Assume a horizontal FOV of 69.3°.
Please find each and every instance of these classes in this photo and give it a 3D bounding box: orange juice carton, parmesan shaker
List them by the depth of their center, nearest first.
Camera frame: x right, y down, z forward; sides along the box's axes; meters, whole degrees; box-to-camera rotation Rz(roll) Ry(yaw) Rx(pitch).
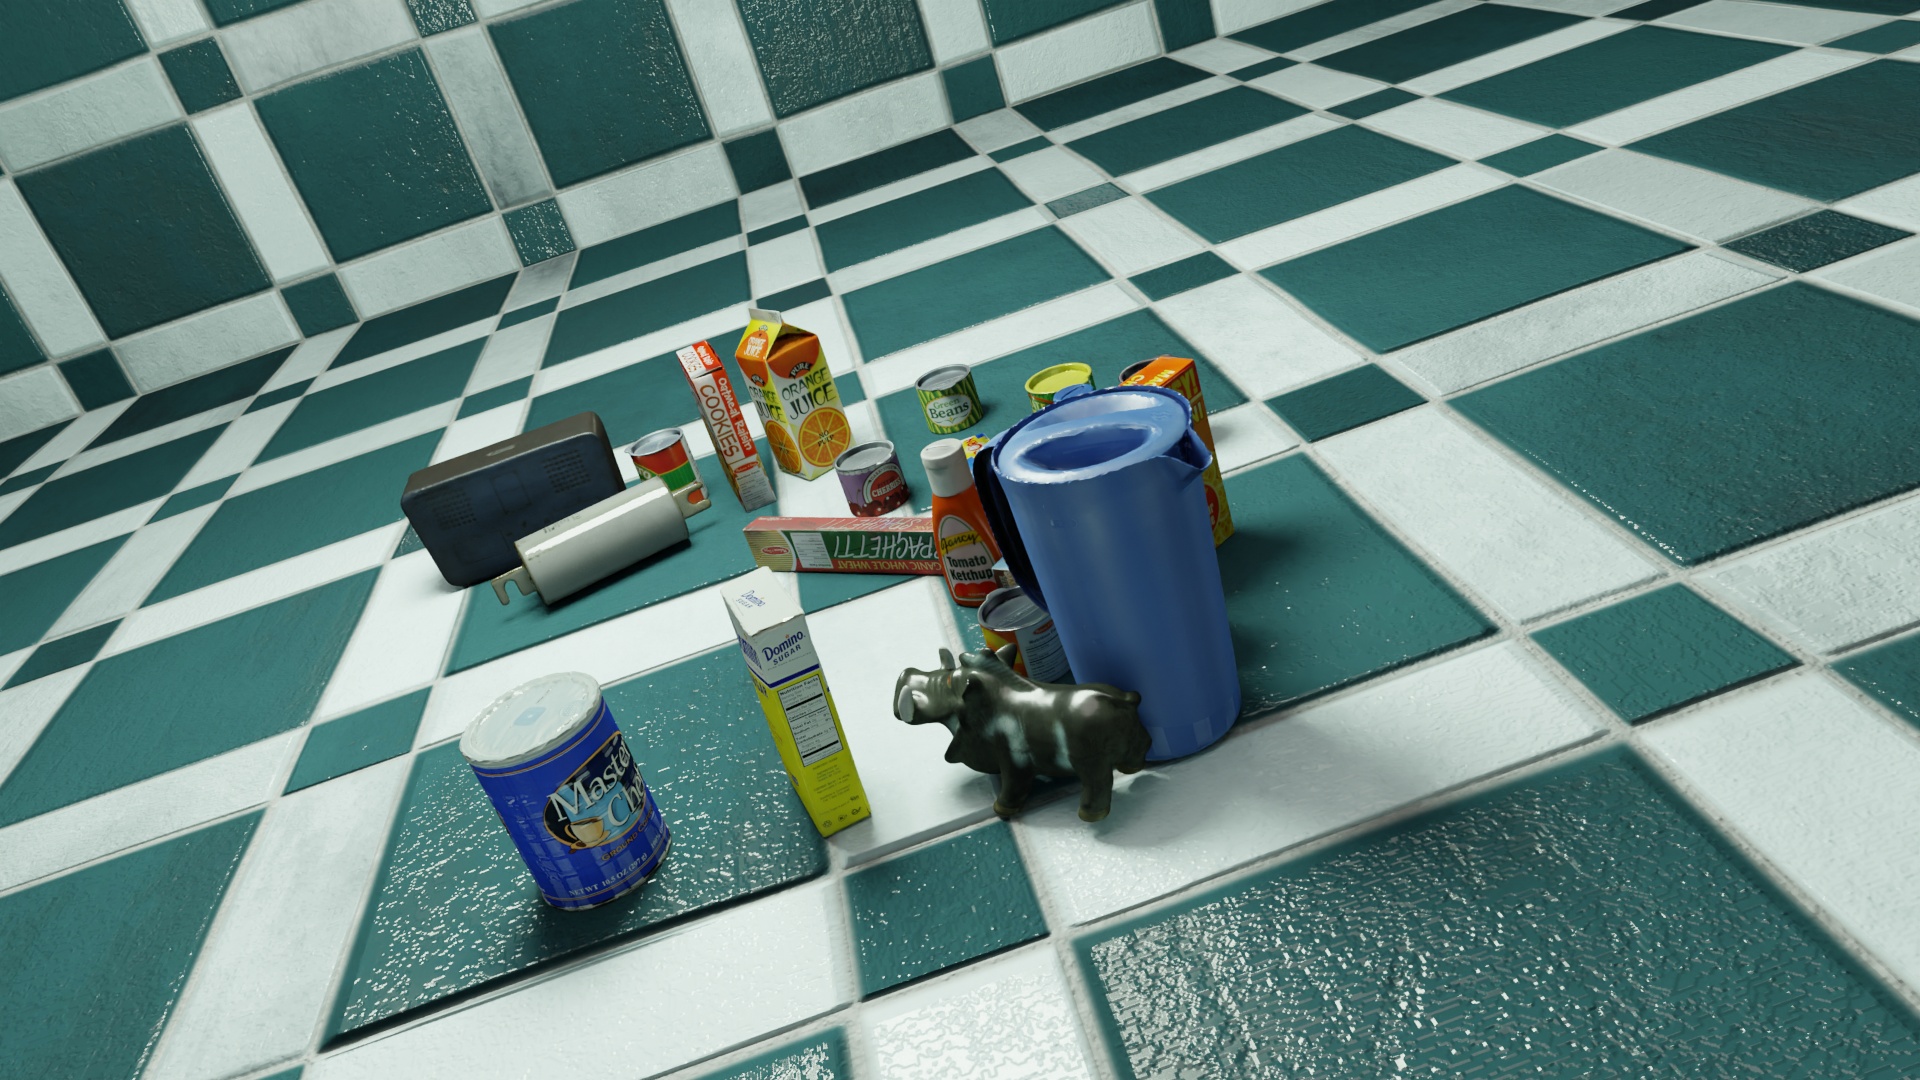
[{"bbox_3d":[0.110,-0.114,1.366,0.071,0.102,0.071,-14,27,8],"label":"parmesan shaker"},{"bbox_3d":[-0.189,-0.171,1.559,0.073,0.191,0.072,-33,30,-27],"label":"orange juice carton"}]

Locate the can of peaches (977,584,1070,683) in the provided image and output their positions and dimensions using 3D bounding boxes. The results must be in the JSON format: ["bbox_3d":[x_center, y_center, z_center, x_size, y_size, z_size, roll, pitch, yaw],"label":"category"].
[{"bbox_3d":[0.051,0.074,1.095,0.071,0.057,0.071,-14,27,7],"label":"can of peaches"}]

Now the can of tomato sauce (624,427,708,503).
[{"bbox_3d":[-0.336,-0.077,1.592,0.071,0.082,0.071,-14,27,7],"label":"can of tomato sauce"}]

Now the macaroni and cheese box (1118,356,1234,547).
[{"bbox_3d":[0.161,-0.050,1.144,0.124,0.165,0.040,-36,31,-32],"label":"macaroni and cheese box"}]

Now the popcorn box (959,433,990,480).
[{"bbox_3d":[0.032,-0.038,1.291,0.038,0.085,0.127,-21,27,-7],"label":"popcorn box"}]

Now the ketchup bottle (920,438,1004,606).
[{"bbox_3d":[0.004,-0.015,1.193,0.064,0.148,0.044,-4,30,26],"label":"ketchup bottle"}]

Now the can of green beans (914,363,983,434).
[{"bbox_3d":[-0.013,-0.161,1.581,0.071,0.057,0.071,-14,27,7],"label":"can of green beans"}]

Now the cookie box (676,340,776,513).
[{"bbox_3d":[-0.262,-0.129,1.552,0.040,0.166,0.123,-23,27,-10],"label":"cookie box"}]

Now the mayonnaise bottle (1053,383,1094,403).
[{"bbox_3d":[0.117,-0.064,1.218,0.065,0.147,0.041,-34,31,-30],"label":"mayonnaise bottle"}]

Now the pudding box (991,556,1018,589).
[{"bbox_3d":[0.065,0.023,1.194,0.030,0.049,0.084,3,33,36],"label":"pudding box"}]

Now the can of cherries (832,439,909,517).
[{"bbox_3d":[-0.091,-0.063,1.444,0.071,0.058,0.072,-14,27,7],"label":"can of cherries"}]

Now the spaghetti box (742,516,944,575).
[{"bbox_3d":[-0.098,0.005,1.328,0.250,0.050,0.029,0,32,32],"label":"spaghetti box"}]

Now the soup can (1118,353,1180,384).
[{"bbox_3d":[0.198,-0.131,1.367,0.071,0.083,0.072,-14,27,7],"label":"soup can"}]
